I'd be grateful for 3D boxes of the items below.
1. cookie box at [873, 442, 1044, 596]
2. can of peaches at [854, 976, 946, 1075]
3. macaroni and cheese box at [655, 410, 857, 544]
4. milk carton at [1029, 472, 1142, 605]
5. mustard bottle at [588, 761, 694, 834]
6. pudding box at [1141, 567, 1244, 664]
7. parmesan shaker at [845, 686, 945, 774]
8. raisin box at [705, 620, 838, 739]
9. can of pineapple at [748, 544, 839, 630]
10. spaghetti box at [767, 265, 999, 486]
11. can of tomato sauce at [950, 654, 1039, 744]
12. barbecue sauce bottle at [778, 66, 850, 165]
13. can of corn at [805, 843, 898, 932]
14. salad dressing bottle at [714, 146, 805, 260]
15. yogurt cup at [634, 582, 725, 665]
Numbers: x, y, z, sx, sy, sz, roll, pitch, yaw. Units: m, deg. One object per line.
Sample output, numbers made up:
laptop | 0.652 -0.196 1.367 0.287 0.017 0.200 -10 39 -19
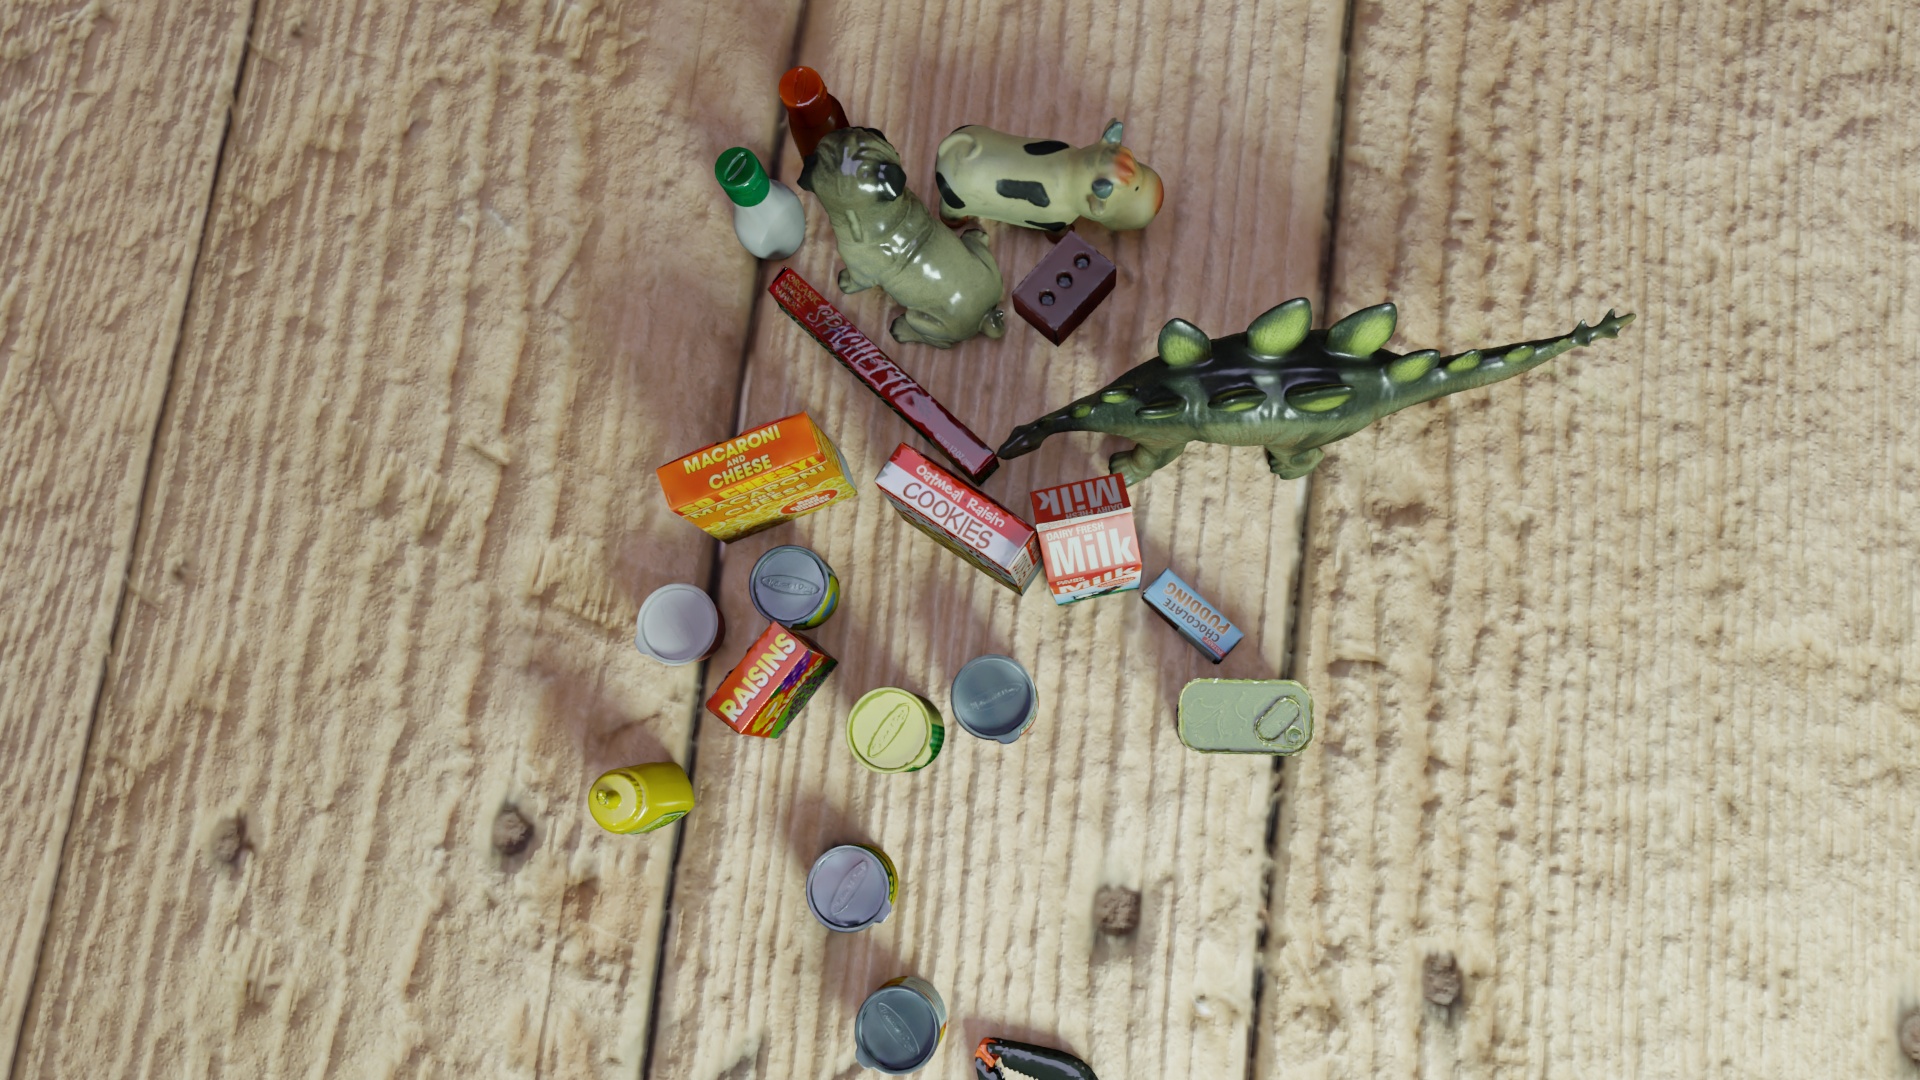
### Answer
cookie box | 0.004 -0.014 1.096 0.123 0.167 0.040 33 85 10
can of peaches | -0.048 0.380 1.086 0.071 0.058 0.071 -1 80 6
macaroni and cheese box | -0.160 -0.048 1.119 0.124 0.166 0.040 -21 79 2
milk carton | 0.098 -0.001 1.073 0.072 0.190 0.073 -12 80 4
mustard bottle | -0.257 0.203 1.086 0.065 0.160 0.049 -26 79 1
pudding box | 0.187 0.062 1.124 0.084 0.049 0.030 42 87 11
parmesan shaker | -0.048 0.154 1.104 0.071 0.103 0.071 -1 80 6
raisin box | -0.149 0.113 1.111 0.040 0.123 0.086 38 86 10
can of pineapple | -0.138 0.042 1.156 0.071 0.058 0.071 -1 80 6
spaghetti box | -0.067 -0.140 1.185 0.250 0.050 0.029 43 87 11
can of tomato sauce | 0.030 0.129 1.111 0.071 0.083 0.071 -1 80 6
barbecue sauce bottle | -0.119 -0.350 1.178 0.044 0.148 0.065 6 81 7
can of corn | -0.083 0.277 1.108 0.071 0.058 0.071 -1 80 6
salad dressing bottle | -0.170 -0.284 1.171 0.044 0.147 0.064 36 86 10
yogurt cup | -0.230 0.072 1.161 0.072 0.054 0.072 -1 80 6
